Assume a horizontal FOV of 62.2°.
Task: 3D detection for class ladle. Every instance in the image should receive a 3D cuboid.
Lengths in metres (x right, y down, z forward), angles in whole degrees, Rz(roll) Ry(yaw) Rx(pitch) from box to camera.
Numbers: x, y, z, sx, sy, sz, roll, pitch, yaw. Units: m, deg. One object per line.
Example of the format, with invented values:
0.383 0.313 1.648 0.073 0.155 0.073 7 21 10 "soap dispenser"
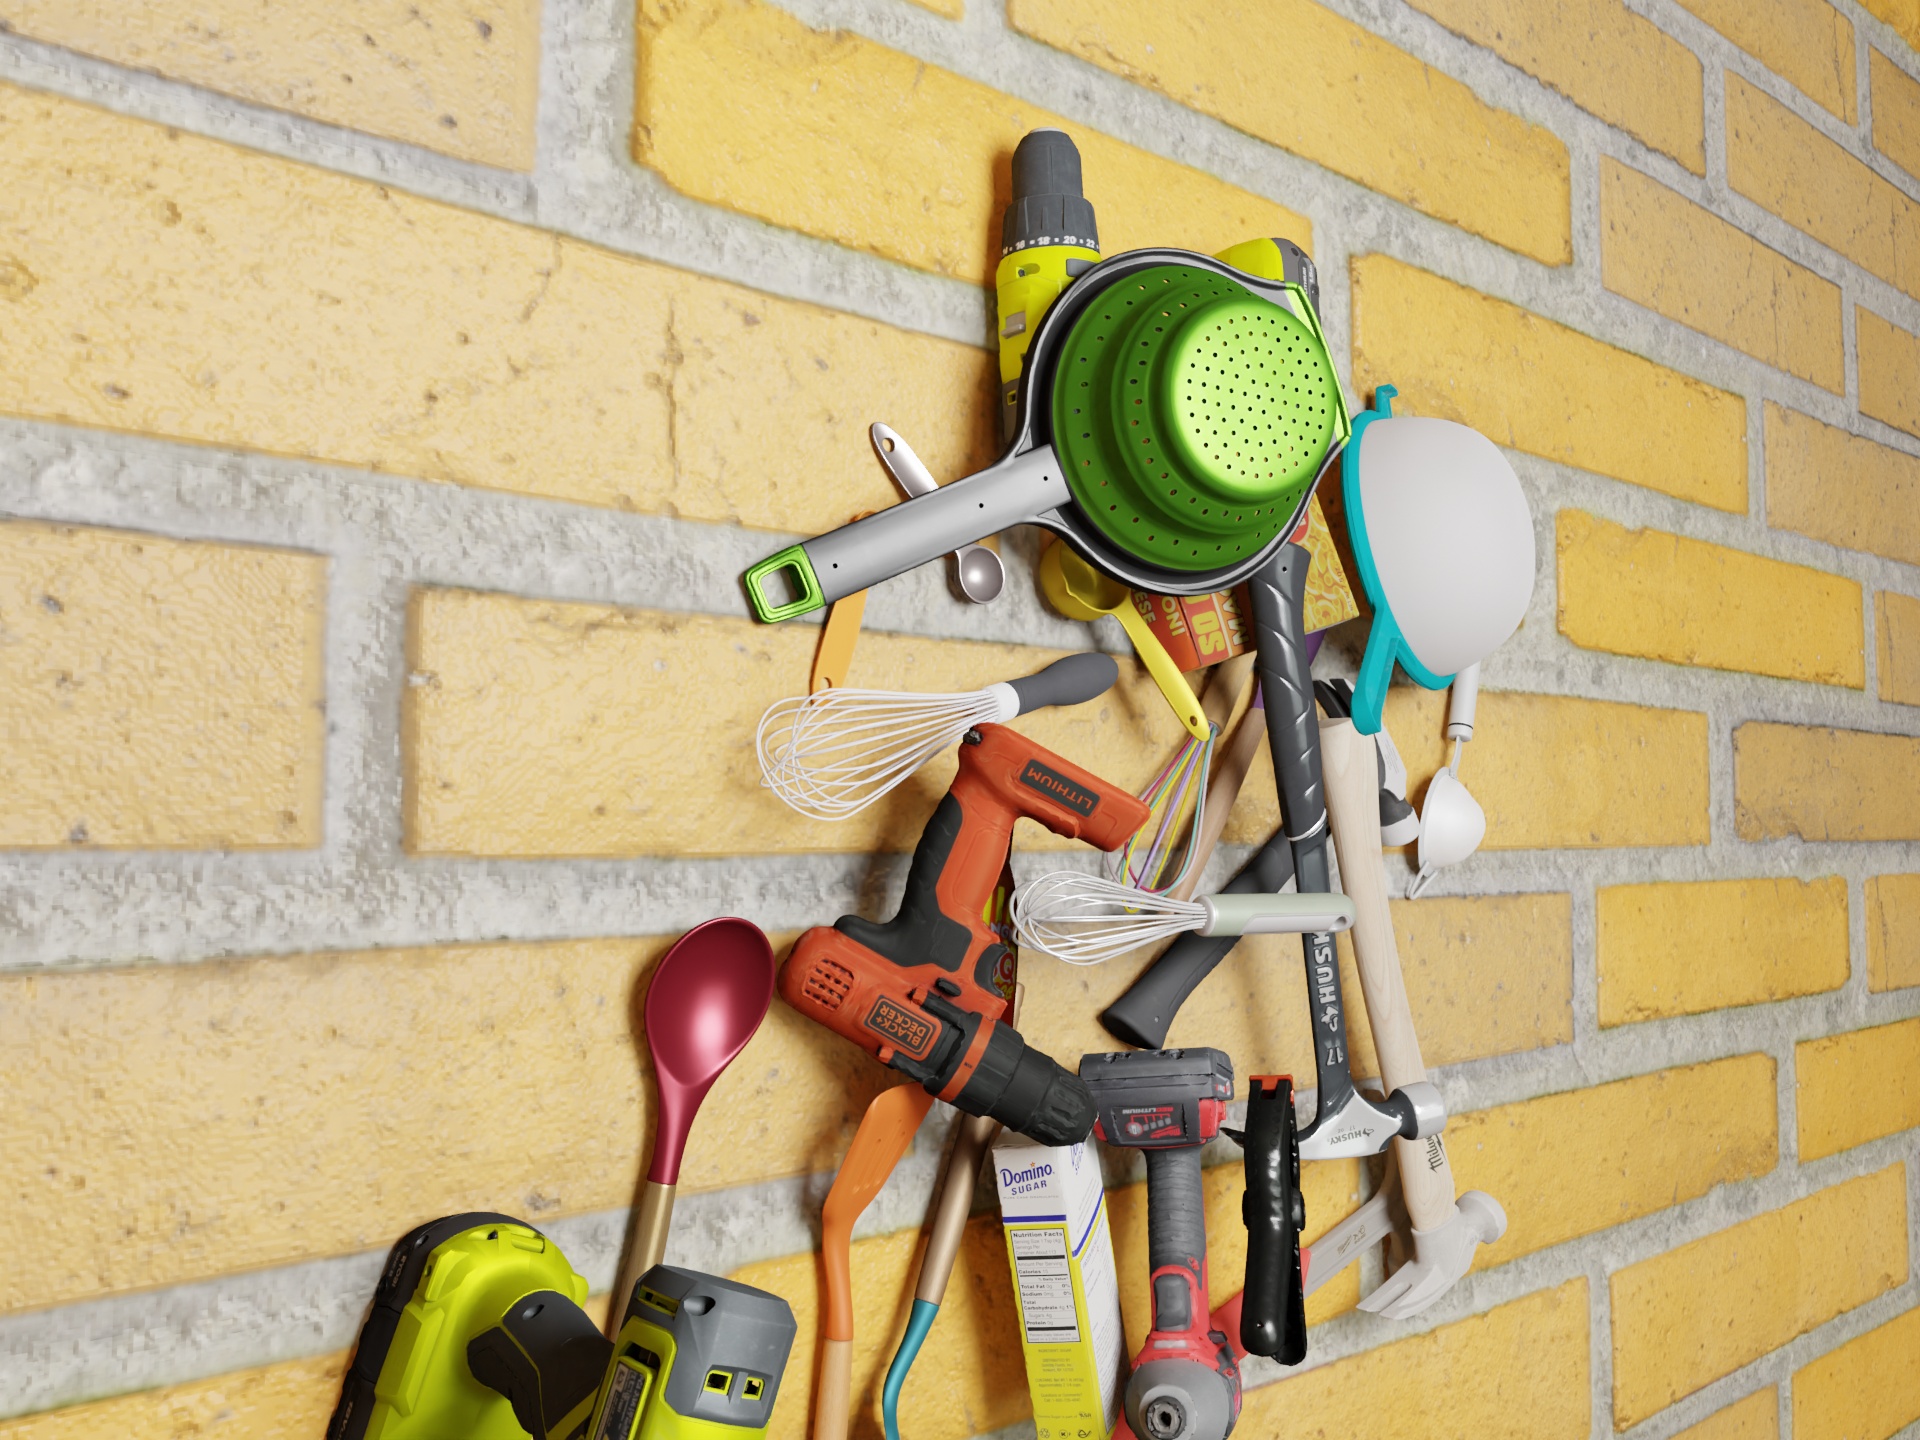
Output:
-0.148 0.250 0.769 0.069 0.031 0.315 19 77 -36 "ladle"

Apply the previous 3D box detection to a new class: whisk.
0.154 0.020 1.032 0.047 0.051 0.245 42 59 -24 "whisk"
0.136 0.115 0.930 0.246 0.057 0.059 3 42 -29 "whisk"
-0.001 -0.002 0.894 0.284 0.070 0.070 -17 98 -45 "whisk"

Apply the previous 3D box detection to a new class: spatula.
-0.058 0.349 0.830 0.081 0.041 0.323 17 77 -66 "spatula"
0.192 0.014 1.073 0.059 0.018 0.316 46 56 -27 "spatula"
-0.001 0.297 0.875 0.082 0.044 0.318 86 19 -66 "spatula"

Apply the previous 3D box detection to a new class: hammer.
0.216 0.086 1.008 0.149 0.036 0.409 -11 98 -14 "hammer"
0.201 0.379 1.054 0.359 0.037 0.149 -17 99 -40 "hammer"
0.202 0.103 1.073 0.335 0.035 0.146 -39 113 -35 "hammer"
0.290 0.201 1.096 0.146 0.038 0.410 -20 101 -39 "hammer"

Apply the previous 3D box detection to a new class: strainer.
0.336 -0.099 1.094 0.210 0.095 0.340 60 34 -22 "strainer"
0.389 0.017 1.236 0.086 0.050 0.259 39 58 -52 "strainer"

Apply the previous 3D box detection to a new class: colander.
0.072 -0.141 0.867 0.397 0.094 0.204 -25 100 -20 "colander"

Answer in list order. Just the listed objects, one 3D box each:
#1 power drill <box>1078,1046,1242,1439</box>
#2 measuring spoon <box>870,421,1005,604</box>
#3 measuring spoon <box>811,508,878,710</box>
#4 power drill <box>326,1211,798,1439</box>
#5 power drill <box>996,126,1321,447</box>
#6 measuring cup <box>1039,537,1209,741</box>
0.120 0.301 0.909 0.143 0.078 0.220 40 45 -69 "power drill"
-0.017 -0.118 0.915 0.034 0.018 0.124 -47 109 -32 "measuring spoon"
-0.064 -0.061 0.872 0.021 0.011 0.117 23 76 -37 "measuring spoon"
-0.164 0.288 0.621 0.080 0.223 0.171 29 69 -36 "power drill"
0.119 -0.257 0.993 0.228 0.080 0.190 -2 90 -36 "power drill"
0.102 -0.048 0.980 0.062 0.029 0.156 -42 102 -39 "measuring cup"
